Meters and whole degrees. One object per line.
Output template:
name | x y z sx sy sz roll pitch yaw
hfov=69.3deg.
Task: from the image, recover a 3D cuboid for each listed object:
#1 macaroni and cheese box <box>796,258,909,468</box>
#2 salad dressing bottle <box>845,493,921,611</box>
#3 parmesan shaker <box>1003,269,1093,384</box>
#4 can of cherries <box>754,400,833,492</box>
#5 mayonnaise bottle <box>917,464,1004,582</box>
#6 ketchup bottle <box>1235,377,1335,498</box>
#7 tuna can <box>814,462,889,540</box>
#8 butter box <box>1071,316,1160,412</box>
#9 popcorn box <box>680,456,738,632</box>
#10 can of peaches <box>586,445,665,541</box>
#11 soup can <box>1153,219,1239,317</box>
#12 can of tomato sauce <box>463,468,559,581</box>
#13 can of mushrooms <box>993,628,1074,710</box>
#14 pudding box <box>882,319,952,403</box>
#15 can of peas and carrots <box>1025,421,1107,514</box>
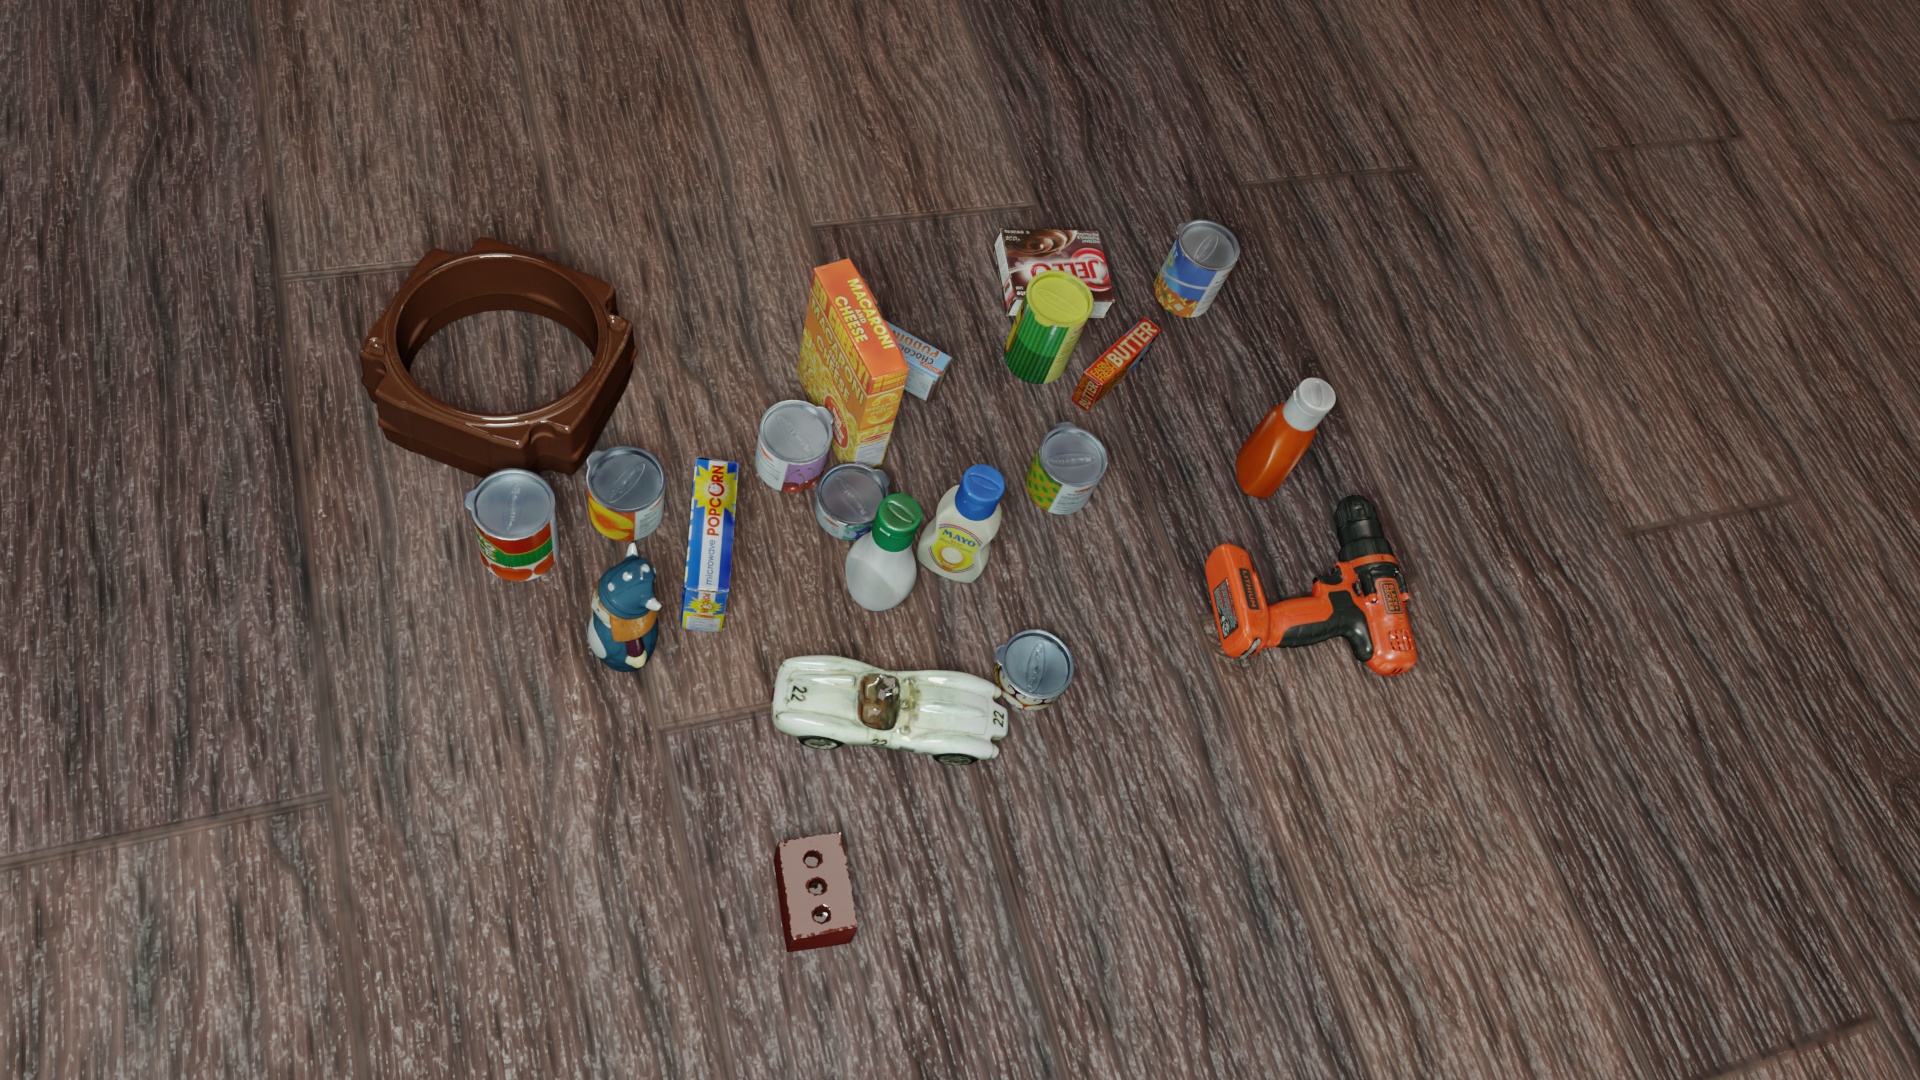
macaroni and cheese box | -0.100 -0.154 1.255 0.040 0.165 0.124 -20 69 -22
salad dressing bottle | -0.063 0.011 1.187 0.064 0.147 0.044 38 61 8
parmesan shaker | 0.083 -0.206 1.361 0.071 0.102 0.071 6 62 -10
can of cherries | -0.151 -0.086 1.269 0.071 0.058 0.072 6 62 -10
mayonnaise bottle | 0.004 -0.015 1.216 0.065 0.147 0.041 24 60 0
ketchup bottle | 0.311 -0.101 1.333 0.043 0.148 0.065 9 61 -9
tuna can | -0.098 -0.037 1.270 0.071 0.032 0.071 6 62 -10
butter box | 0.156 -0.176 1.391 0.024 0.053 0.104 41 61 10
popcorn box | -0.215 0.005 1.190 0.038 0.084 0.127 5 62 -11
can of peaches | -0.293 -0.042 1.212 0.071 0.057 0.071 6 62 -10
soup can | 0.243 -0.285 1.452 0.071 0.083 0.071 6 62 -10
can of tomato sauce | -0.374 -0.011 1.163 0.071 0.082 0.071 6 62 -10
can of mushrooms | 0.062 0.114 1.227 0.071 0.033 0.071 6 62 -10
pudding box | -0.054 -0.174 1.343 0.084 0.049 0.030 29 60 3
can of peas and carrots | 0.099 -0.068 1.317 0.071 0.058 0.071 6 62 -10
